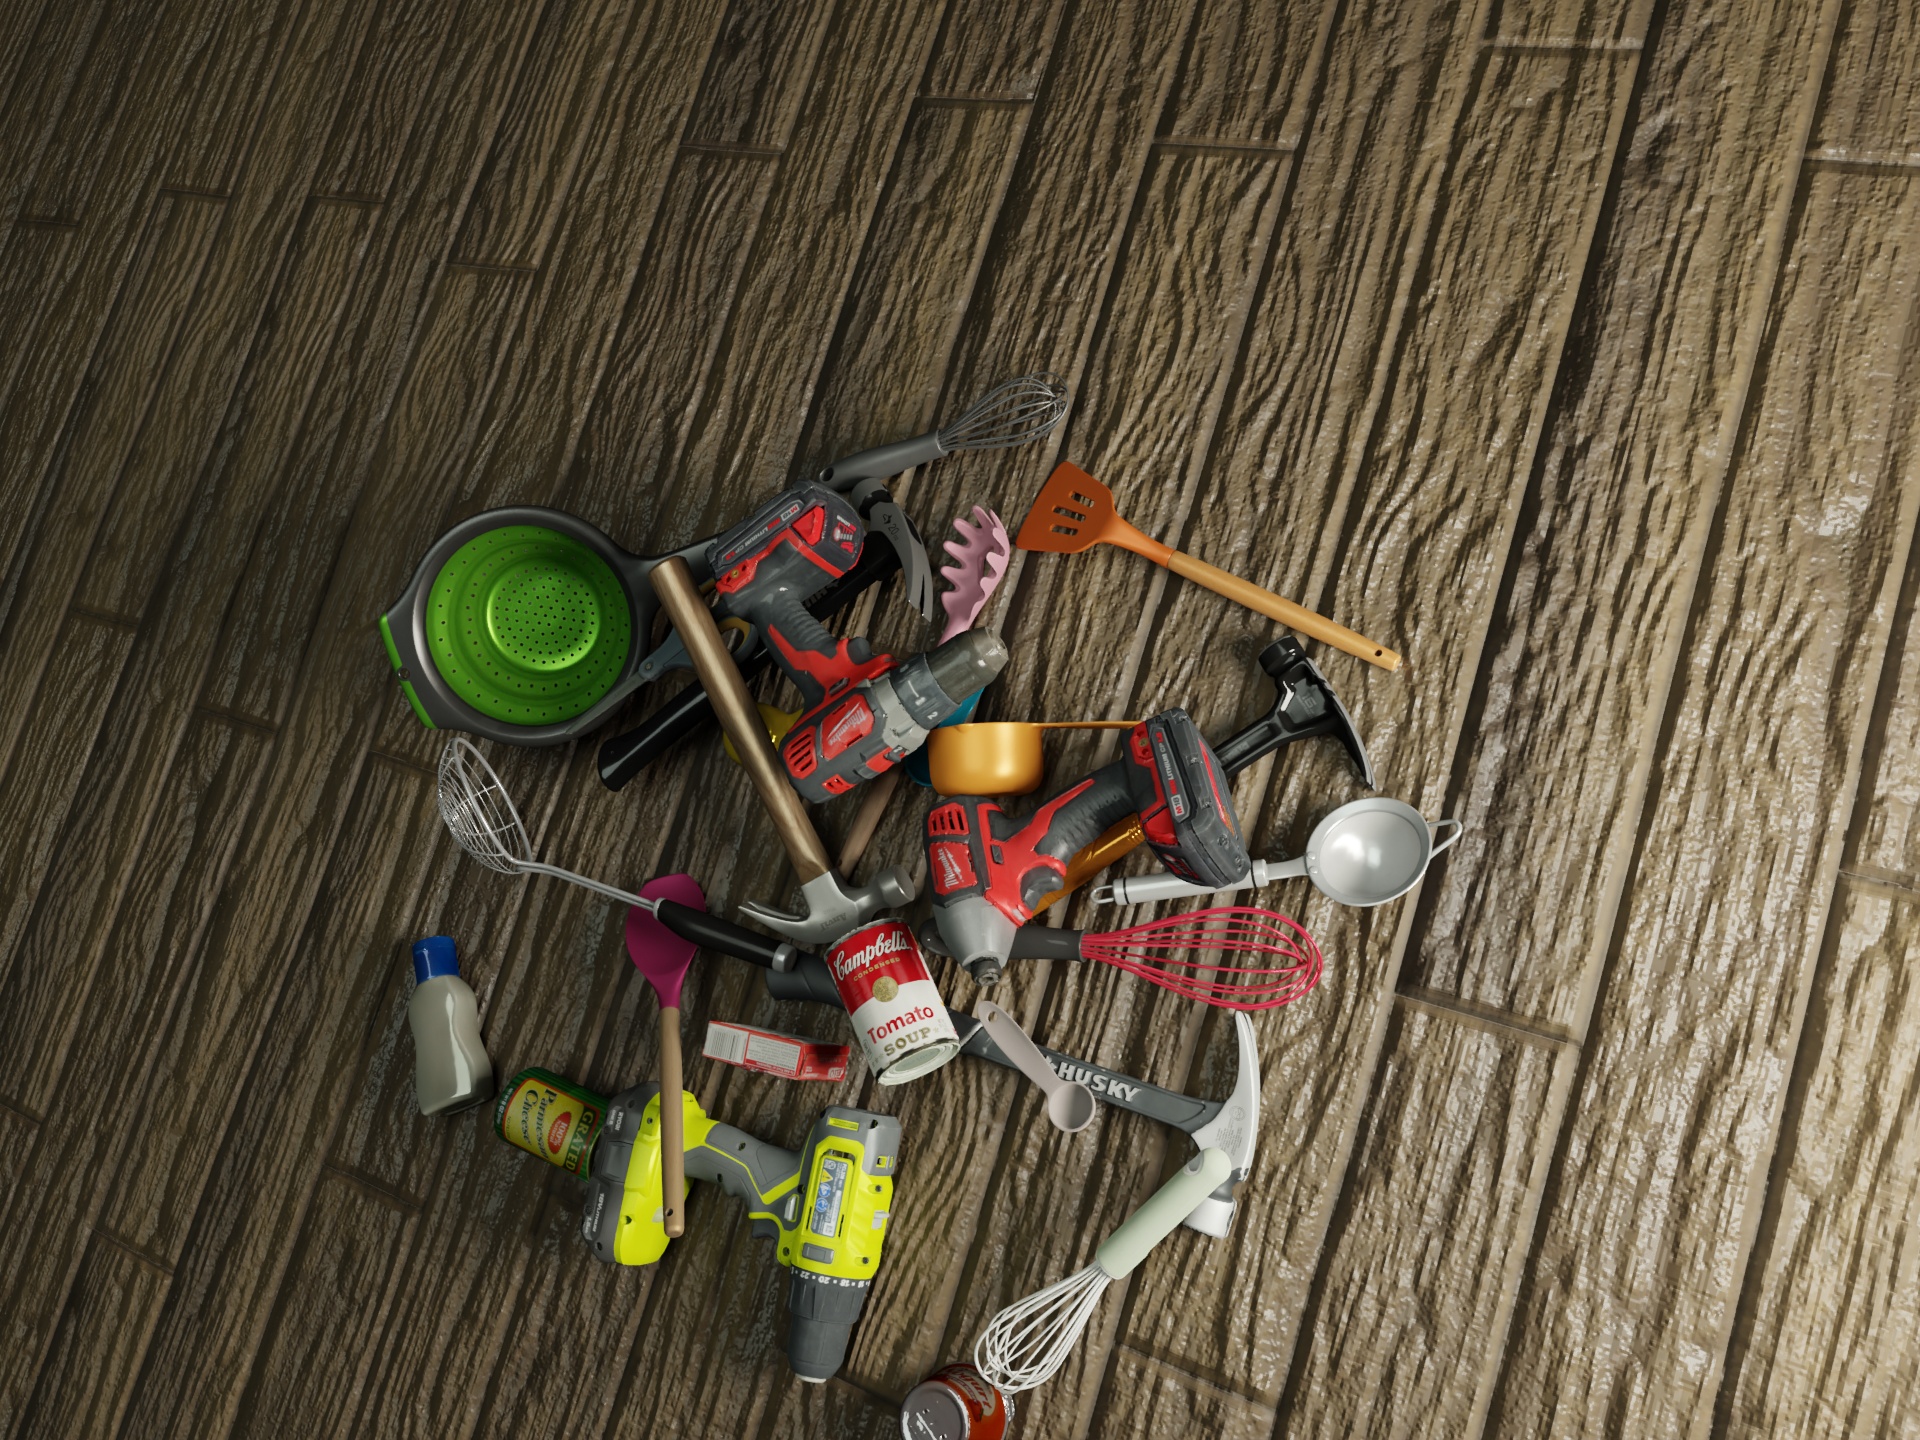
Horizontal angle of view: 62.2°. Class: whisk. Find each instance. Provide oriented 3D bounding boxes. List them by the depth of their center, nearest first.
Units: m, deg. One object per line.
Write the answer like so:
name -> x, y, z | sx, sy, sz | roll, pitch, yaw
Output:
whisk -> 0.096, 0.371, 1.071 | 0.059, 0.058, 0.246 | 37, 108, -11
whisk -> 0.106, 0.162, 1.124 | 0.296, 0.073, 0.073 | 1, 77, 22
whisk -> -0.017, -0.232, 1.309 | 0.239, 0.055, 0.055 | -15, 70, 25

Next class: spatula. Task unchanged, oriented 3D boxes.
spatula -> 0.183, -0.109, 1.199 | 0.323, 0.041, 0.081 | 29, 88, 24

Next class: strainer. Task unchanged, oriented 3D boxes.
strainer -> 0.215, 0.104, 1.100 | 0.258, 0.050, 0.087 | -10, 49, 16

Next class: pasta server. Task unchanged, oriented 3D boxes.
pasta server -> -0.035, -0.019, 1.262 | 0.060, 0.040, 0.316 | 23, 87, 52

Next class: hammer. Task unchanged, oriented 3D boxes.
hammer -> 0.134, 0.079, 1.162 | 0.337, 0.034, 0.127 | -34, 64, 13
hammer -> 0.025, 0.233, 1.168 | 0.409, 0.036, 0.149 | 15, 81, 27
hammer -> -0.164, 0.022, 1.255 | 0.130, 0.031, 0.331 | -29, 83, 16
hammer -> -0.166, -0.051, 1.306 | 0.335, 0.035, 0.146 | -38, 50, 8

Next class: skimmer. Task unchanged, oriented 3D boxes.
skimmer -> -0.281, 0.109, 1.297 | 0.363, 0.127, 0.090 | 17, 66, 21

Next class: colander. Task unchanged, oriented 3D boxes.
colander -> -0.290, -0.114, 1.376 | 0.397, 0.094, 0.204 | -20, 101, -1

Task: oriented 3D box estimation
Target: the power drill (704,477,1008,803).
power drill -> -0.080, -0.072, 1.198 | 0.188, 0.080, 0.227 | -33, 64, 14

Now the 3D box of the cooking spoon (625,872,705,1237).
cooking spoon -> -0.224, 0.246, 1.225 | 0.069, 0.017, 0.319 | -14, 47, 3

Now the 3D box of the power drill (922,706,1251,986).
power drill -> 0.079, 0.092, 1.101 | 0.219, 0.078, 0.143 | -23, 49, 17

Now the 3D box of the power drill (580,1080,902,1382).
power drill -> -0.164, 0.373, 1.192 | 0.228, 0.080, 0.191 | 6, 78, 23

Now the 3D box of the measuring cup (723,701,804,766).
measuring cup -> -0.128, -0.008, 1.304 | 0.156, 0.029, 0.062 | -26, 67, 19

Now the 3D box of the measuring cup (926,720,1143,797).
measuring cup -> 0.059, 0.029, 1.180 | 0.173, 0.095, 0.052 | -4, 83, 21

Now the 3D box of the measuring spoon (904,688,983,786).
measuring spoon -> -0.002, -0.004, 1.258 | 0.042, 0.021, 0.129 | 26, 78, 11

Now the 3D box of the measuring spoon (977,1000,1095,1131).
measuring spoon -> 0.053, 0.243, 1.128 | 0.034, 0.018, 0.124 | -47, 54, 2
